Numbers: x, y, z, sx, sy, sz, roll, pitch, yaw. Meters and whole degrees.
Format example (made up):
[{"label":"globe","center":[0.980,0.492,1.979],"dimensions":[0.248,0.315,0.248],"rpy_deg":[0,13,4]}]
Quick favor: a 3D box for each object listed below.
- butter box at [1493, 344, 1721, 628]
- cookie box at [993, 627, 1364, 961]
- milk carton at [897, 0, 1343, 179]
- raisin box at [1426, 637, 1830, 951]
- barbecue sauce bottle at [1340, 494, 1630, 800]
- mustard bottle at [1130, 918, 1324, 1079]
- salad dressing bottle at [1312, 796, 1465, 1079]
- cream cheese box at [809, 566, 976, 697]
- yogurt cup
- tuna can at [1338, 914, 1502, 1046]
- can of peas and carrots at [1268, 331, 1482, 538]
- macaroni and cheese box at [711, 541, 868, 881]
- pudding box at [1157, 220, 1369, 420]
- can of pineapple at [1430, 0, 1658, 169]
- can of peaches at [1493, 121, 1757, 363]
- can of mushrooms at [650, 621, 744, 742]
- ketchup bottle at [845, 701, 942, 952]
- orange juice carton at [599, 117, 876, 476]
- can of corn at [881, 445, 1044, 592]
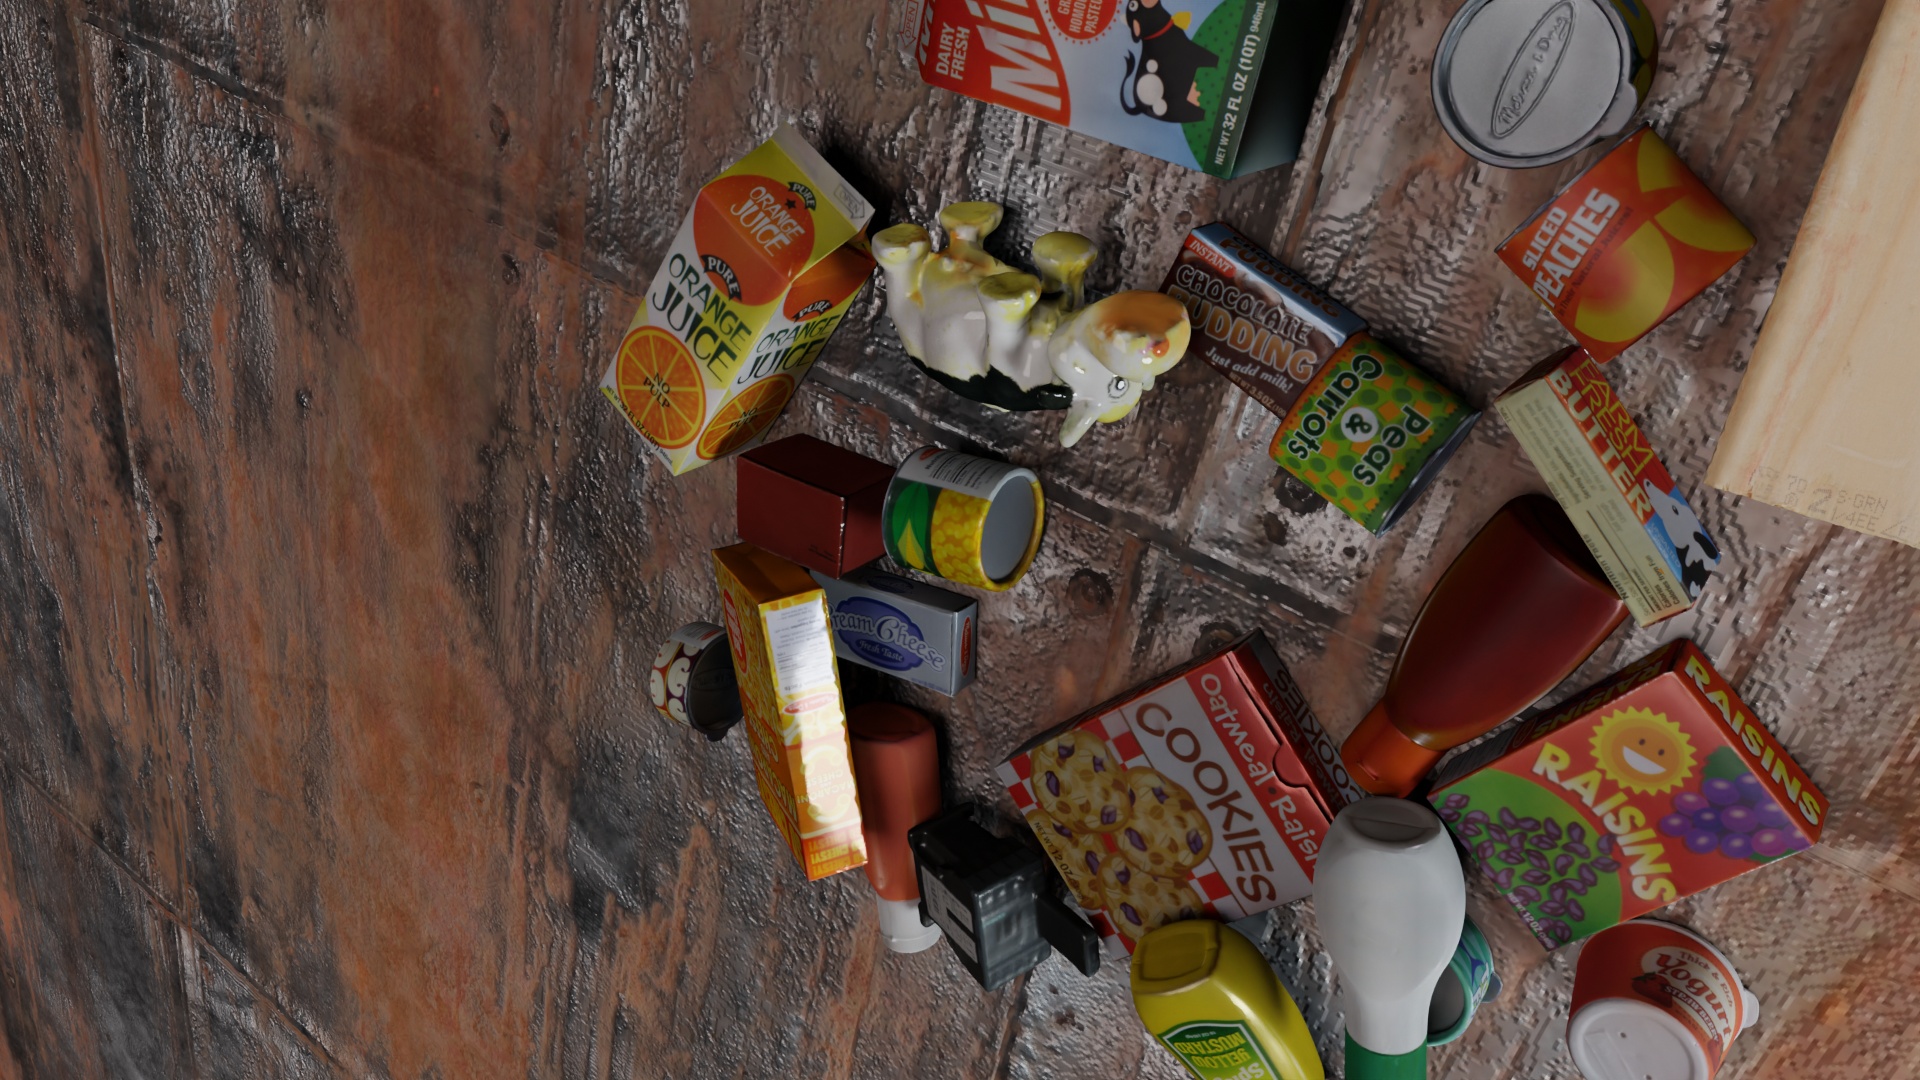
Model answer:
[{"label":"butter box","center":[0.249,-0.023,0.534],"dimensions":[0.024,0.053,0.103],"rpy_deg":[-35,85,42]},{"label":"cookie box","center":[0.112,0.133,0.704],"dimensions":[0.166,0.040,0.123],"rpy_deg":[-34,87,39]},{"label":"milk carton","center":[0.053,-0.217,0.586],"dimensions":[0.191,0.074,0.072],"rpy_deg":[27,122,25]},{"label":"raisin box","center":[0.273,0.108,0.578],"dimensions":[0.086,0.040,0.123],"rpy_deg":[53,131,8]},{"label":"barbecue sauce bottle","center":[0.217,0.053,0.593],"dimensions":[0.065,0.044,0.147],"rpy_deg":[46,129,23]},{"label":"mustard bottle","center":[0.148,0.258,0.706],"dimensions":[0.065,0.049,0.160],"rpy_deg":[-24,117,31]},{"label":"salad dressing bottle","center":[0.191,0.189,0.623],"dimensions":[0.064,0.044,0.147],"rpy_deg":[4,112,24]},{"label":"cream cheese box","center":[-0.040,0.048,0.791],"dimensions":[0.104,0.024,0.053],"rpy_deg":[16,116,31]},{"label":"yogurt cup","center":[0.293,0.204,0.592],"dimensions":[0.072,0.054,0.072],"rpy_deg":[15,116,32]},{"label":"tuna can","center":[0.218,0.205,0.660],"dimensions":[0.071,0.033,0.070],"rpy_deg":[14,116,32]},{"label":"can of peas and carrots","center":[0.169,-0.044,0.572],"dimensions":[0.059,0.071,0.070],"rpy_deg":[40,127,17]},{"label":"macaroni and cheese box","center":[-0.099,0.093,0.805],"dimensions":[0.124,0.040,0.166],"rpy_deg":[-148,46,-65]},{"label":"pudding box","center":[0.129,-0.096,0.607],"dimensions":[0.084,0.030,0.049],"rpy_deg":[40,126,16]},{"label":"can of pineapple","center":[0.212,-0.169,0.499],"dimensions":[0.071,0.058,0.070],"rpy_deg":[14,116,31]},{"label":"can of peaches","center":[0.237,-0.105,0.498],"dimensions":[0.058,0.071,0.071],"rpy_deg":[51,129,7]},{"label":"can of mushrooms","center":[-0.159,0.087,0.865],"dimensions":[0.033,0.071,0.070],"rpy_deg":[14,116,32]},{"label":"ketchup bottle","center":[-0.037,0.173,0.826],"dimensions":[0.065,0.044,0.148],"rpy_deg":[14,116,45]},{"label":"orange juice carton","center":[-0.113,-0.128,0.743],"dimensions":[0.072,0.073,0.191],"rpy_deg":[48,128,11]},{"label":"can of corn","center":[0.003,-0.009,0.710],"dimensions":[0.058,0.071,0.071],"rpy_deg":[14,116,31]}]
